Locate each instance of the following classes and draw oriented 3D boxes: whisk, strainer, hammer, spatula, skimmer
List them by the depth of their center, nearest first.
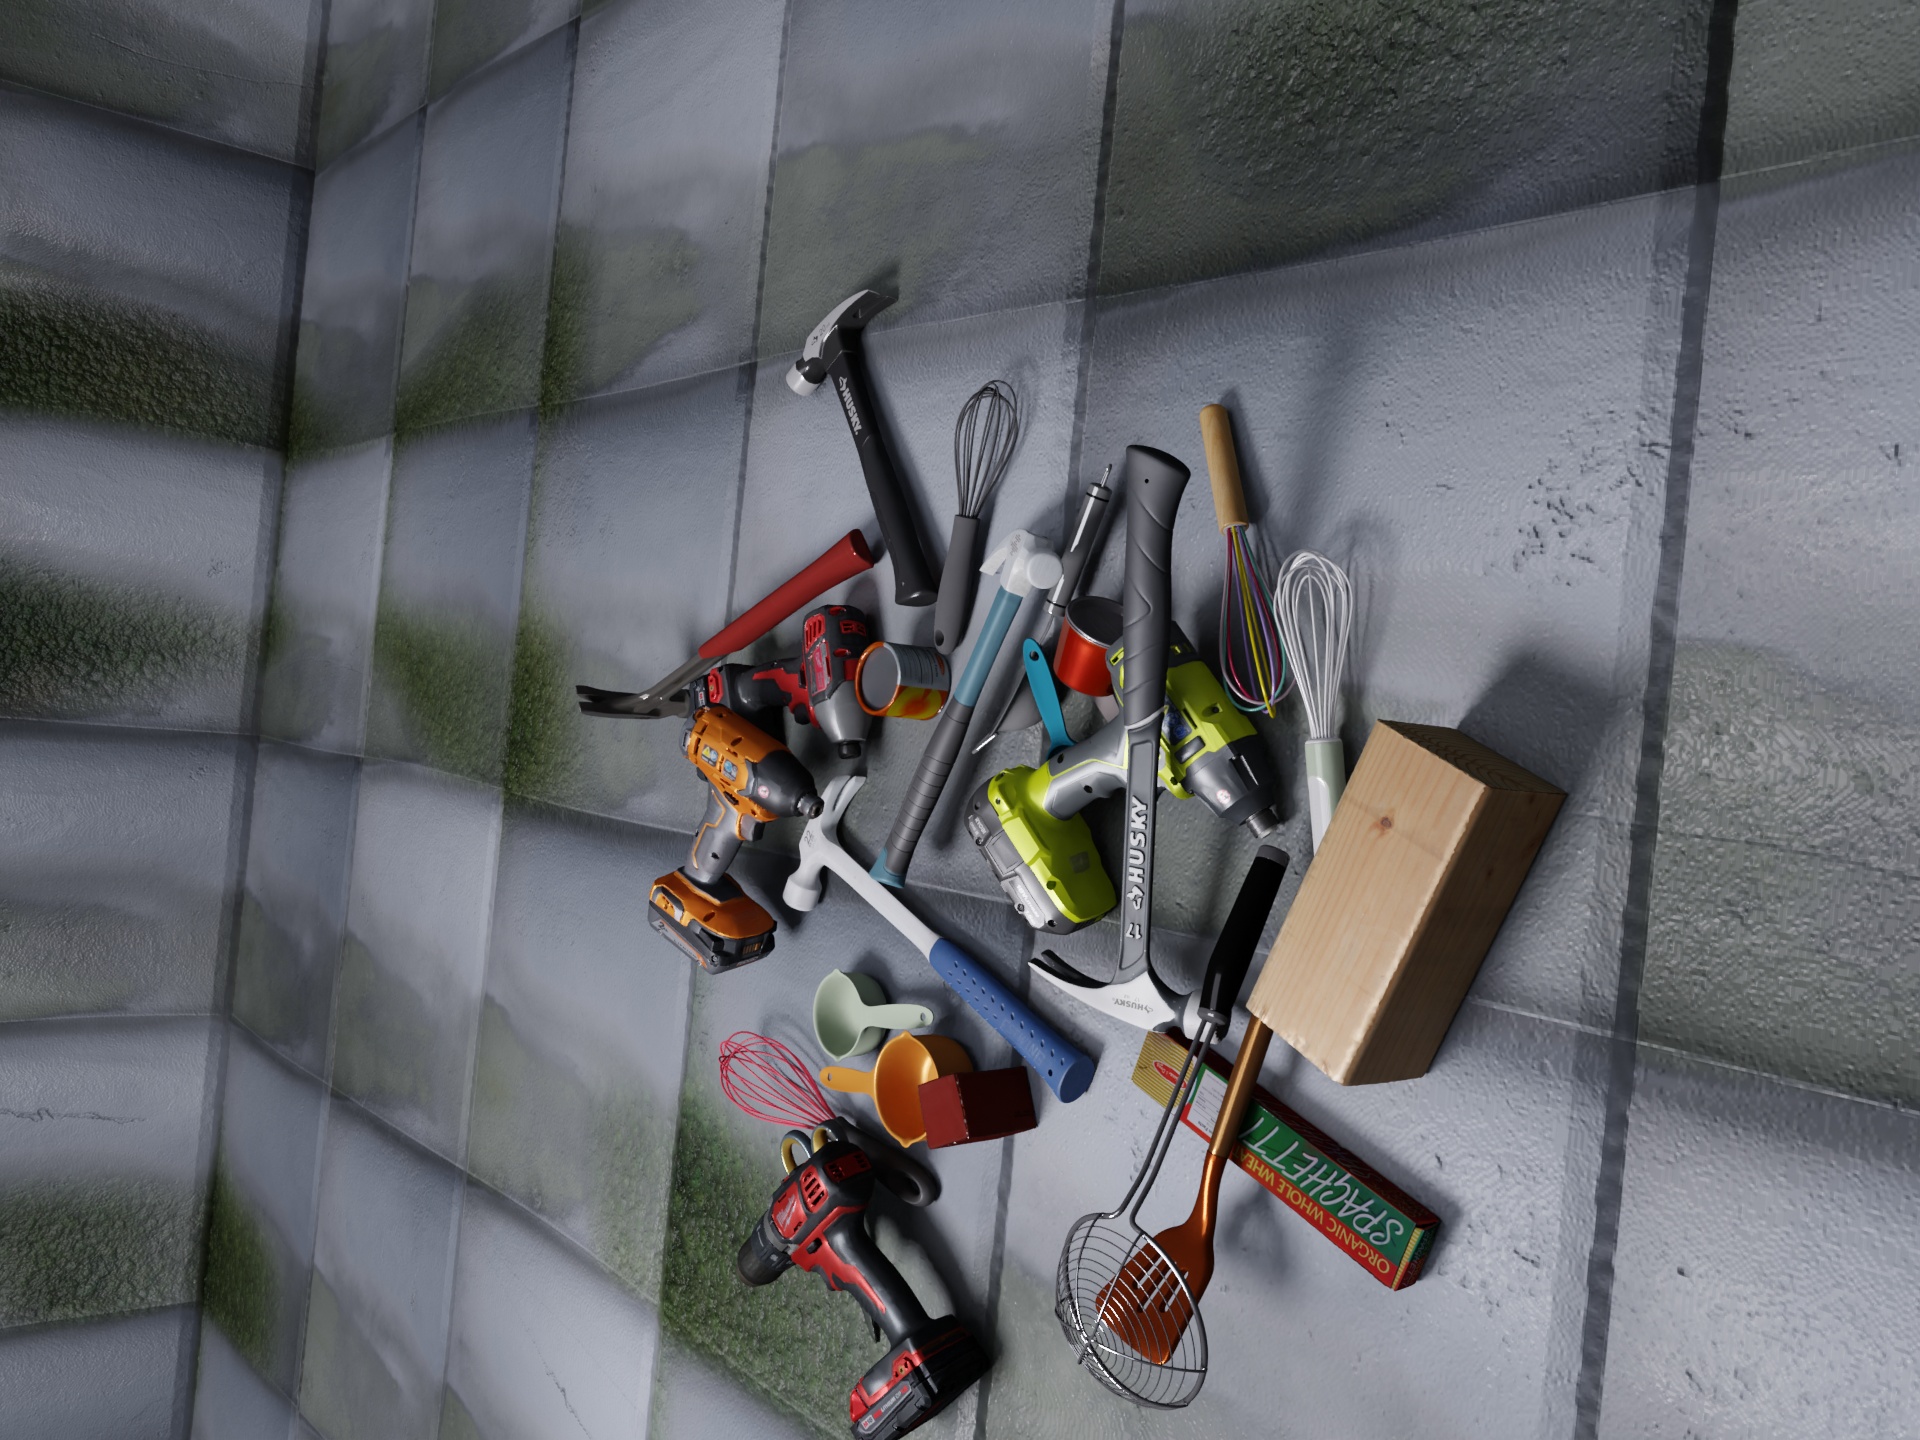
[{"bbox_3d":[0.159,0.262,1.048,0.127,0.090,0.363,6,66,51],"label":"skimmer"},{"bbox_3d":[0.242,0.006,1.066,0.058,0.059,0.246,-10,82,60],"label":"whisk"},{"bbox_3d":[0.175,0.268,1.070,0.081,0.041,0.322,23,96,57],"label":"spatula"},{"bbox_3d":[0.122,0.017,1.096,0.149,0.036,0.409,8,105,30],"label":"hammer"},{"bbox_3d":[0.199,-0.115,1.137,0.051,0.047,0.245,-27,61,43],"label":"whisk"},{"bbox_3d":[0.075,-0.081,1.266,0.087,0.050,0.258,-64,-5,-74],"label":"strainer"},{"bbox_3d":[-0.002,-0.004,1.308,0.128,0.033,0.331,-110,42,-68],"label":"hammer"},{"bbox_3d":[0.009,-0.172,1.360,0.055,0.055,0.239,25,109,48],"label":"whisk"},{"bbox_3d":[-0.025,0.186,1.361,0.406,0.035,0.144,36,113,45],"label":"hammer"},{"bbox_3d":[-0.126,0.362,1.446,0.296,0.073,0.073,23,103,41],"label":"whisk"},{"bbox_3d":[-0.076,-0.245,1.465,0.146,0.035,0.335,-43,54,38],"label":"hammer"},{"bbox_3d":[-0.221,-0.087,1.557,0.359,0.149,0.037,-31,68,36],"label":"hammer"}]

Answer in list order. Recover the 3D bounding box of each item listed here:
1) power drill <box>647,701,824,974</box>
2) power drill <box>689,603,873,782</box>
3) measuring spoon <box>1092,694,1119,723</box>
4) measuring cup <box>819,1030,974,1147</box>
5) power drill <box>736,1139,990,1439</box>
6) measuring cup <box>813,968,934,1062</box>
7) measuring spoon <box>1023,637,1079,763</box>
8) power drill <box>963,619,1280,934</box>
[{"bbox_3d":[-0.204,0.117,1.472,0.164,0.084,0.226,30,116,33],"label":"power drill"},{"bbox_3d":[-0.163,-0.011,1.518,0.219,0.078,0.143,-23,69,43],"label":"power drill"},{"bbox_3d":[0.110,-0.015,1.242,0.034,0.018,0.124,-50,51,34],"label":"measuring spoon"},{"bbox_3d":[-0.054,0.312,1.370,0.174,0.052,0.095,-8,80,50],"label":"measuring cup"},{"bbox_3d":[-0.097,0.491,1.343,0.227,0.080,0.187,54,125,23],"label":"power drill"},{"bbox_3d":[-0.067,0.259,1.400,0.167,0.038,0.083,-11,78,48],"label":"measuring cup"},{"bbox_3d":[0.077,-0.007,1.245,0.042,0.021,0.128,-10,104,35],"label":"measuring spoon"},{"bbox_3d":[0.119,0.056,1.170,0.223,0.080,0.171,-43,71,34],"label":"power drill"}]
